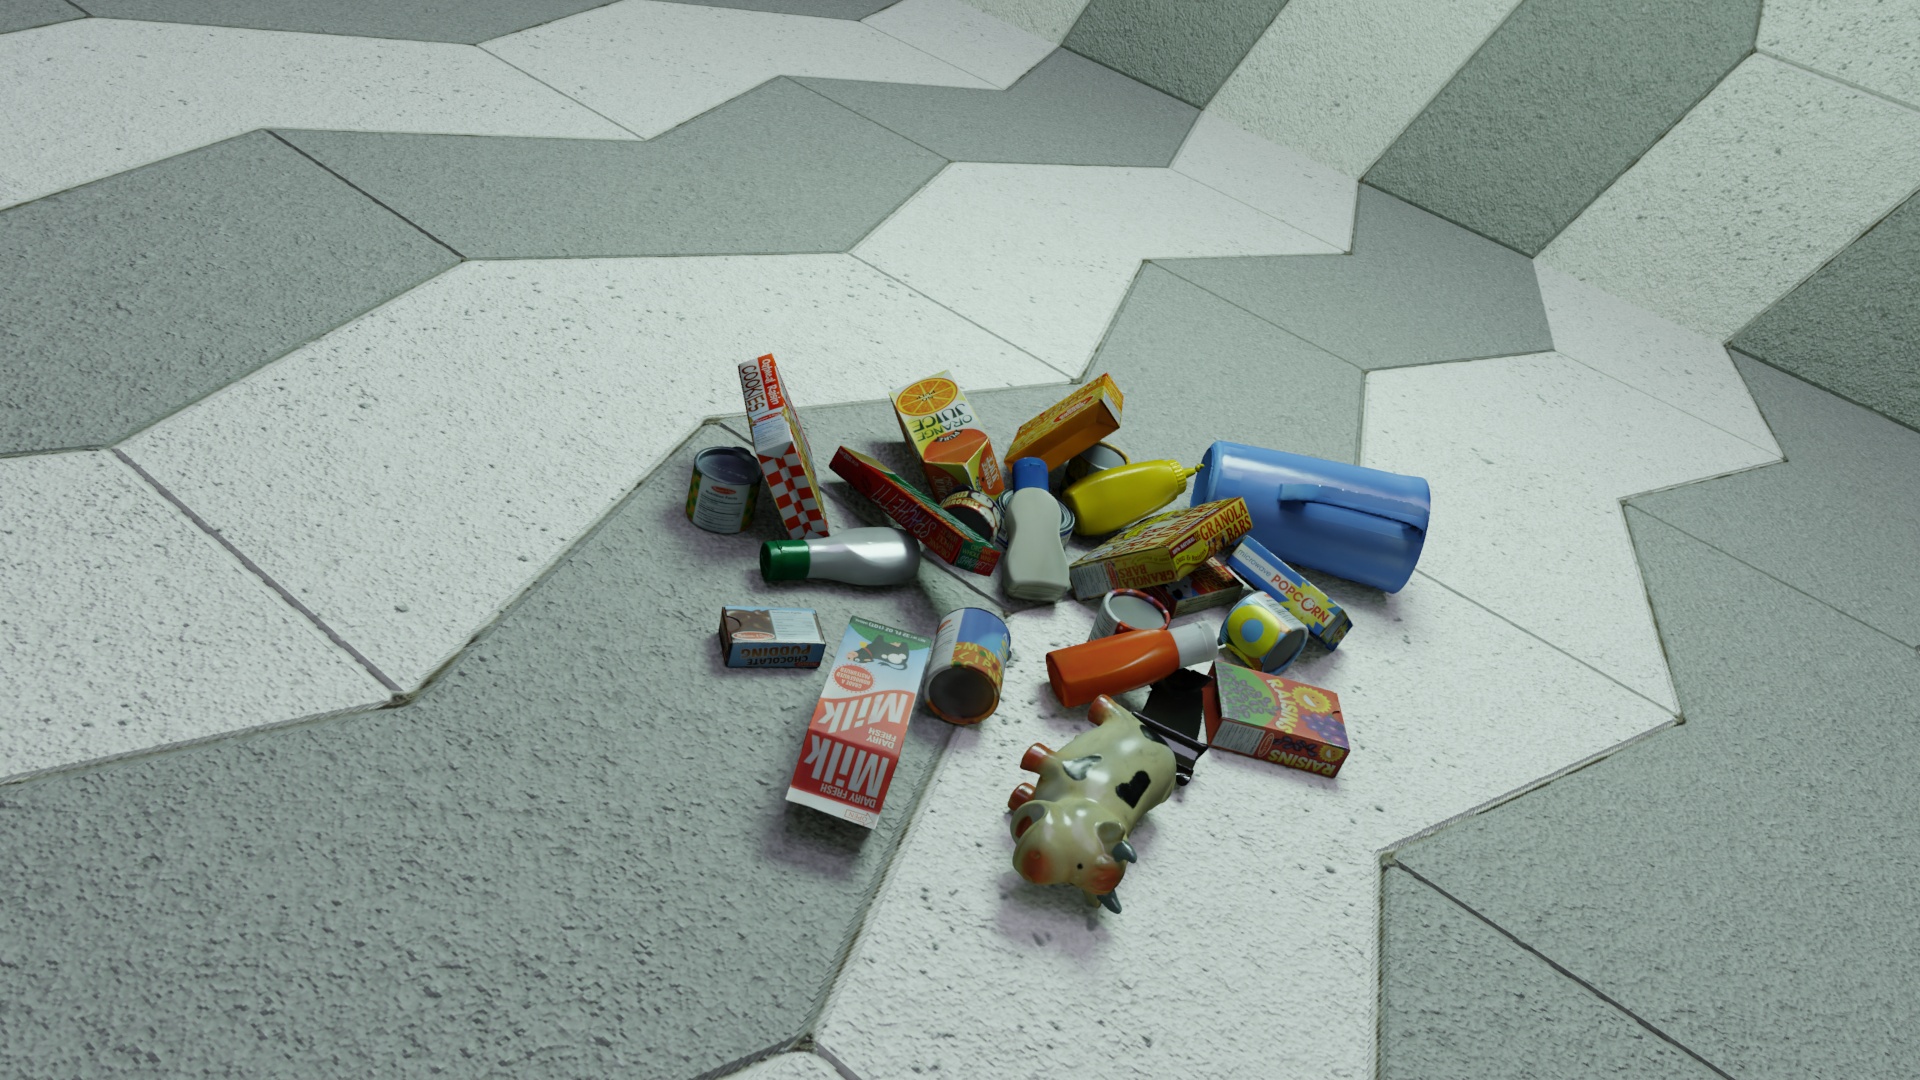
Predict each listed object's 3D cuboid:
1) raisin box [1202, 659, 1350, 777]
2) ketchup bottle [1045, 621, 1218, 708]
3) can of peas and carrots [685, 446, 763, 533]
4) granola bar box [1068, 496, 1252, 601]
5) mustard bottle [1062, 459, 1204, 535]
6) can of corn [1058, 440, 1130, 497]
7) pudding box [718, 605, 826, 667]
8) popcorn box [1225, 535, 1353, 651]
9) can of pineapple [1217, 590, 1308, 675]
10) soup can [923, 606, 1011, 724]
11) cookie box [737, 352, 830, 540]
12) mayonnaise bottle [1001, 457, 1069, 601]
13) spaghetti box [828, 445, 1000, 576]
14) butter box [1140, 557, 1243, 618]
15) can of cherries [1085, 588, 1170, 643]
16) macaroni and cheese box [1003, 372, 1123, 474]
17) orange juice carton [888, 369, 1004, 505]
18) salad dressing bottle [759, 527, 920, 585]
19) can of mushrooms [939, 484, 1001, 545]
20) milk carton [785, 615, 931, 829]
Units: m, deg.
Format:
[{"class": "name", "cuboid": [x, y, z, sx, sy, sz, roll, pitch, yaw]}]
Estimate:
[{"class": "raisin box", "cuboid": [0.287, 0.162, 1.271, 0.123, 0.039, 0.086, 15, 31, -5]}, {"class": "ketchup bottle", "cuboid": [0.154, 0.106, 1.239, 0.149, 0.043, 0.065, -14, 25, -8]}, {"class": "can of peas and carrots", "cuboid": [-0.225, -0.049, 1.325, 0.071, 0.058, 0.071, 13, 32, -8]}, {"class": "granola bar box", "cuboid": [0.201, 0.007, 1.399, 0.124, 0.039, 0.166, -14, 9, 40]}, {"class": "mustard bottle", "cuboid": [0.190, -0.053, 1.487, 0.161, 0.065, 0.049, -18, 8, -16]}, {"class": "can of corn", "cuboid": [0.148, -0.073, 1.541, 0.071, 0.058, 0.071, 13, 32, -8]}, {"class": "pudding box", "cuboid": [-0.161, 0.082, 1.184, 0.084, 0.030, 0.050, 3, 36, -22]}, {"class": "popcorn box", "cuboid": [0.335, 0.054, 1.416, 0.127, 0.038, 0.085, 42, 3, 27]}, {"class": "can of pineapple", "cuboid": [0.295, 0.093, 1.357, 0.071, 0.070, 0.058, -13, 43, -39]}, {"class": "soup can", "cuboid": [0.009, 0.109, 1.193, 0.071, 0.071, 0.084, 17, 33, -2]}, {"class": "cookie box", "cuboid": [-0.172, -0.088, 1.349, 0.040, 0.122, 0.168, -19, 39, -1]}, {"class": "mayonnaise bottle", "cuboid": [0.072, -0.012, 1.380, 0.065, 0.041, 0.149, 7, 57, -13]}, {"class": "spaghetti box", "cuboid": [-0.049, -0.031, 1.350, 0.050, 0.028, 0.250, 20, 11, -39]}, {"class": "butter box", "cuboid": [0.239, 0.048, 1.435, 0.104, 0.024, 0.053, -11, 43, -37]}, {"class": "can of cherries", "cuboid": [0.159, 0.087, 1.305, 0.071, 0.058, 0.072, 12, 33, -8]}, {"class": "macaroni and cheese box", "cuboid": [0.115, -0.122, 1.515, 0.040, 0.123, 0.167, 56, 16, -9]}, {"class": "orange juice carton", "cuboid": [-0.011, -0.096, 1.459, 0.073, 0.071, 0.193, -22, 39, -4]}, {"class": "salad dressing bottle", "cuboid": [-0.112, 0.016, 1.296, 0.148, 0.043, 0.064, -2, 38, -26]}, {"class": "can of mushrooms", "cuboid": [0.005, -0.017, 1.377, 0.071, 0.070, 0.034, 20, 34, 4]}, {"class": "milk carton", "cuboid": [-0.079, 0.148, 1.083, 0.072, 0.073, 0.191, 18, 32, 0]}]
